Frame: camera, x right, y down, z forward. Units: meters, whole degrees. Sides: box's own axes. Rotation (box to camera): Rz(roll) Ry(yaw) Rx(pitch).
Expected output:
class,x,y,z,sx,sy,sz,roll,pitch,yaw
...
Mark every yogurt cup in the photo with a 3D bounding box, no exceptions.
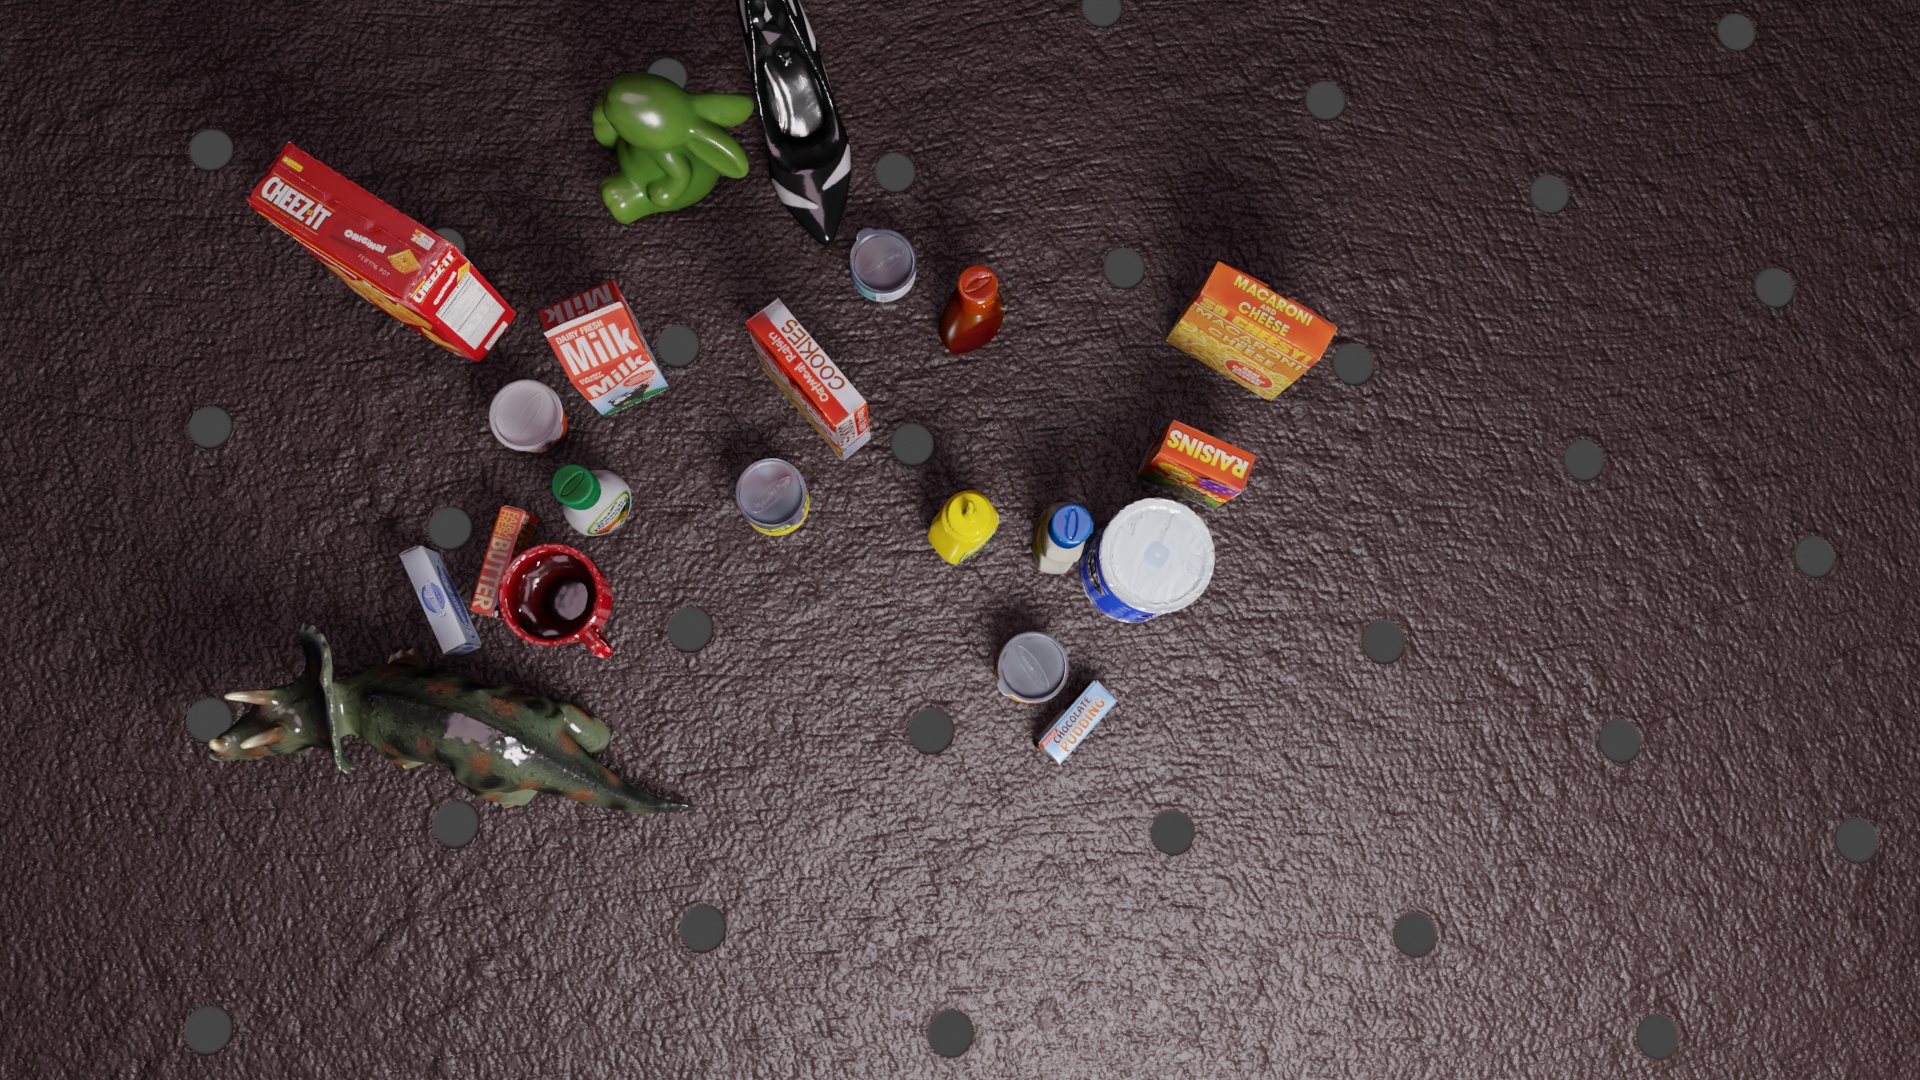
class,x,y,z,sx,sy,sz,roll,pitch,yaw
yogurt cup,-0.408,-0.115,1.323,0.072,0.054,0.072,0,83,-3

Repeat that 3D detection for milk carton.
class,x,y,z,sx,sy,sz,roll,pitch,yaw
milk carton,-0.325,-0.177,1.266,0.072,0.190,0.073,-25,85,-5

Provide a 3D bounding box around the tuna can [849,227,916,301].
class,x,y,z,sx,sy,sz,roll,pitch,yaw
tuna can,-0.078,-0.273,1.371,0.071,0.033,0.071,0,82,-3

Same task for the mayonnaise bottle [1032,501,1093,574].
class,x,y,z,sx,sy,sz,roll,pitch,yaw
mayonnaise bottle,0.094,-0.006,1.285,0.041,0.148,0.065,6,83,-2

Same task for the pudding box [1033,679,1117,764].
class,x,y,z,sx,sy,sz,roll,pitch,yaw
pudding box,0.108,0.171,1.311,0.030,0.049,0.084,43,83,3

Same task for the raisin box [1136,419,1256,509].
class,x,y,z,sx,sy,sz,roll,pitch,yaw
raisin box,0.220,-0.069,1.312,0.086,0.123,0.040,25,82,1

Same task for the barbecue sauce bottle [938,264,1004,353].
class,x,y,z,sx,sy,sz,roll,pitch,yaw
barbecue sauce bottle,0.013,-0.219,1.310,0.065,0.148,0.043,-31,85,-6

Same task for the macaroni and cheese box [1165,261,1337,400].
class,x,y,z,sx,sy,sz,roll,pitch,yaw
macaroni and cheese box,0.270,-0.195,1.310,0.124,0.166,0.040,30,83,1

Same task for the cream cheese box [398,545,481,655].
class,x,y,z,sx,sy,sz,roll,pitch,yaw
cream cheese box,-0.484,0.057,1.296,0.024,0.053,0.104,-26,84,-5

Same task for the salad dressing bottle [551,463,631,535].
class,x,y,z,sx,sy,sz,roll,pitch,yaw
salad dressing bottle,-0.339,-0.040,1.269,0.044,0.147,0.064,43,83,3

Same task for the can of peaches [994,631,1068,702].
class,x,y,z,sx,sy,sz,roll,pitch,yaw
can of peaches,0.064,0.122,1.312,0.071,0.058,0.071,0,83,-3

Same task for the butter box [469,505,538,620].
class,x,y,z,sx,sy,sz,roll,pitch,yaw
butter box,-0.428,0.021,1.304,0.024,0.053,0.103,14,82,-1

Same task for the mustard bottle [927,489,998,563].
class,x,y,z,sx,sy,sz,roll,pitch,yaw
mustard bottle,0.005,-0.016,1.276,0.065,0.160,0.049,-41,86,-7

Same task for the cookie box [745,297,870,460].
class,x,y,z,sx,sy,sz,roll,pitch,yaw
cookie box,-0.138,-0.144,1.283,0.040,0.167,0.123,-40,86,-7

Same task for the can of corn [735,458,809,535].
class,x,y,z,sx,sy,sz,roll,pitch,yaw
can of corn,-0.176,-0.038,1.322,0.071,0.058,0.071,0,83,-3
